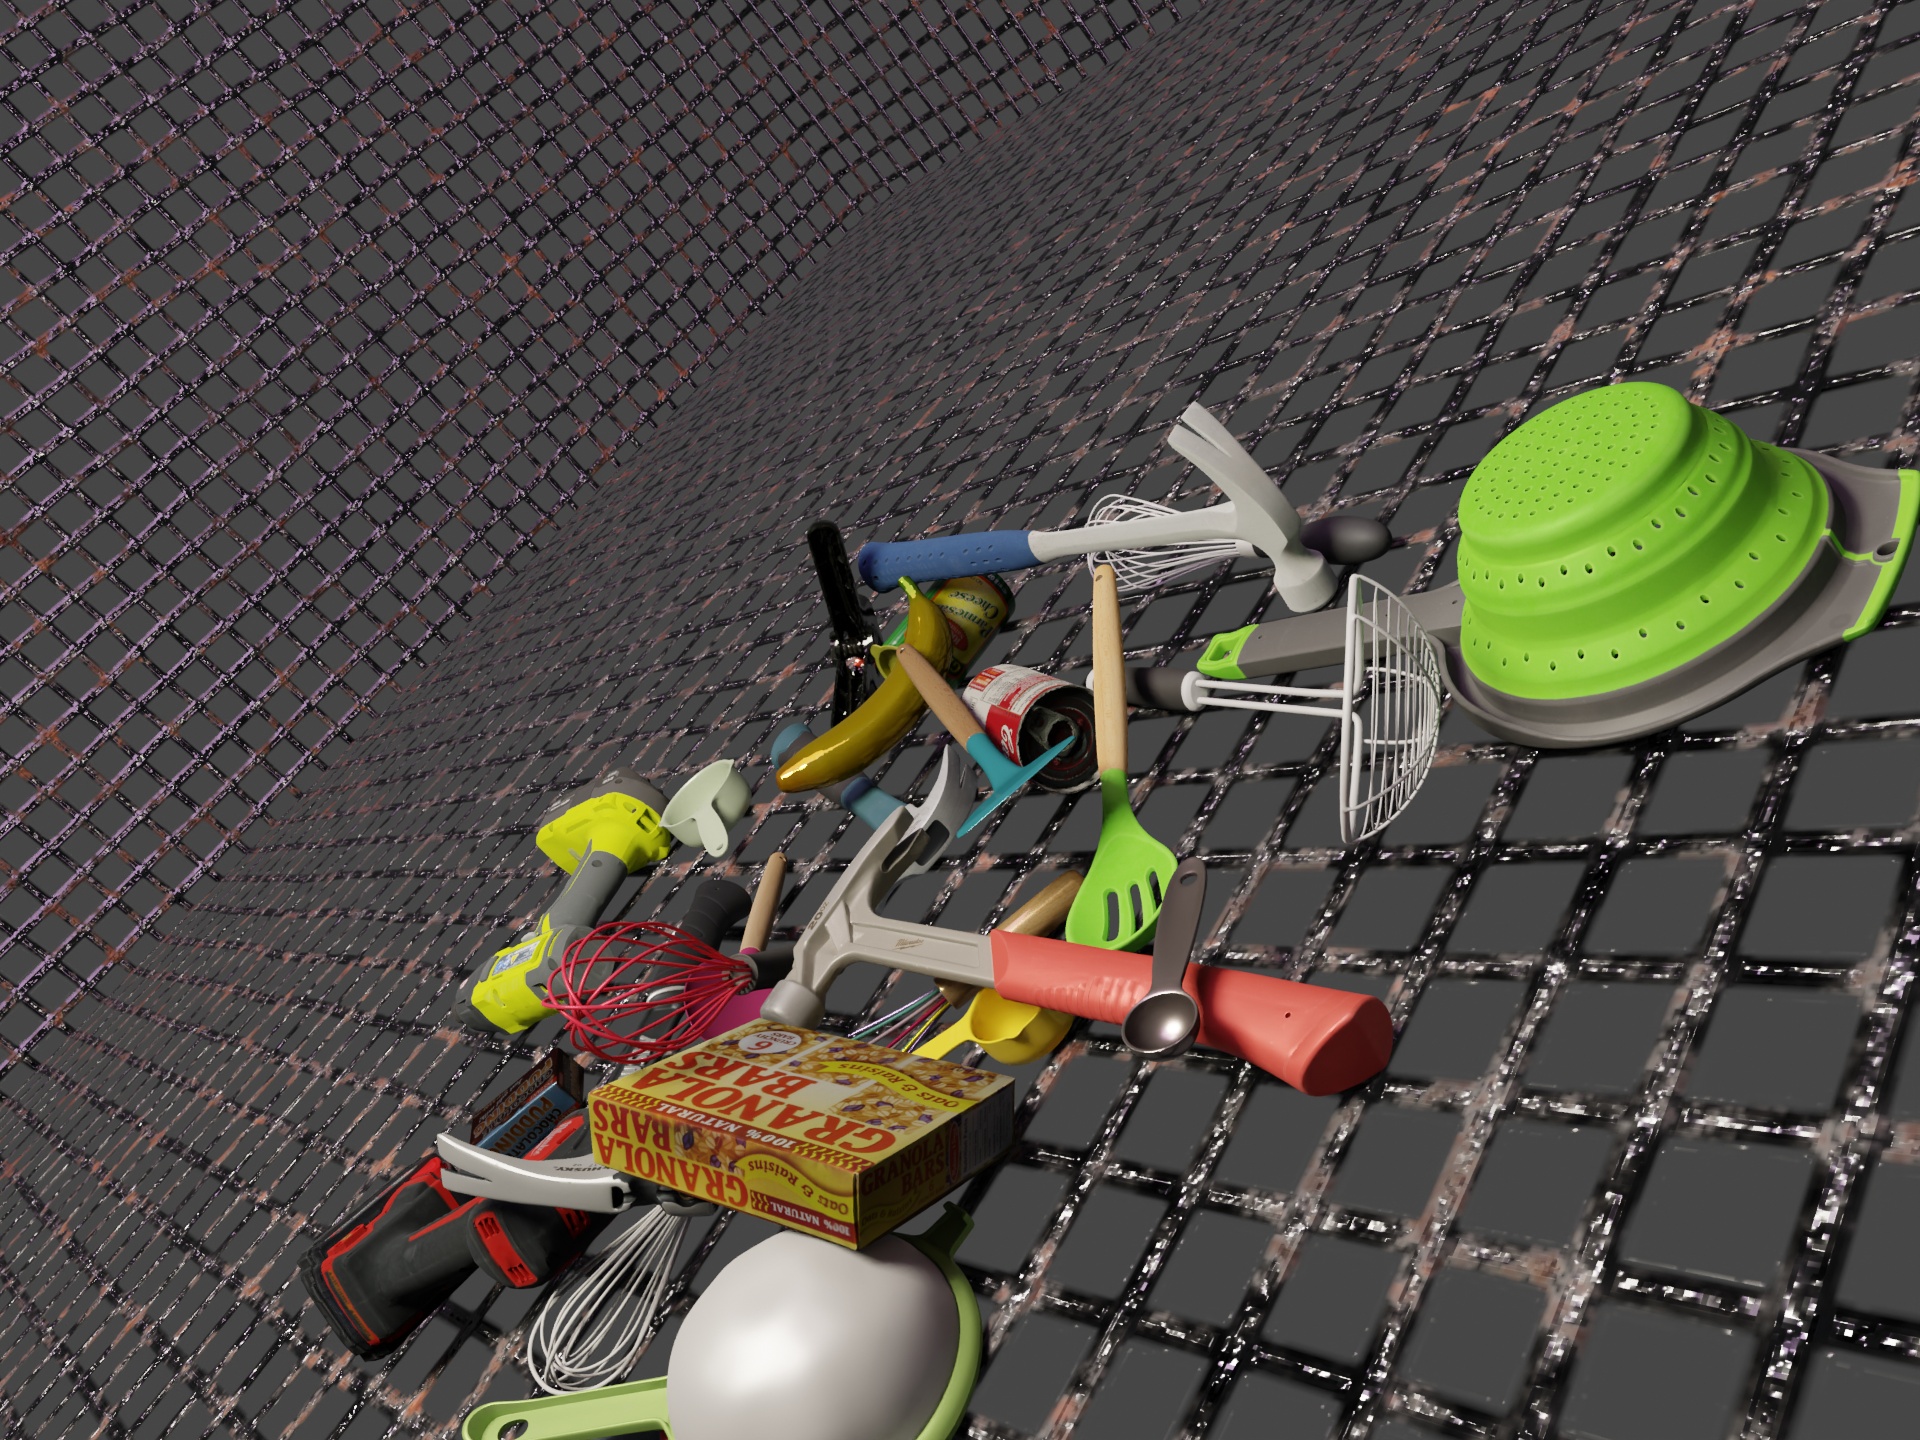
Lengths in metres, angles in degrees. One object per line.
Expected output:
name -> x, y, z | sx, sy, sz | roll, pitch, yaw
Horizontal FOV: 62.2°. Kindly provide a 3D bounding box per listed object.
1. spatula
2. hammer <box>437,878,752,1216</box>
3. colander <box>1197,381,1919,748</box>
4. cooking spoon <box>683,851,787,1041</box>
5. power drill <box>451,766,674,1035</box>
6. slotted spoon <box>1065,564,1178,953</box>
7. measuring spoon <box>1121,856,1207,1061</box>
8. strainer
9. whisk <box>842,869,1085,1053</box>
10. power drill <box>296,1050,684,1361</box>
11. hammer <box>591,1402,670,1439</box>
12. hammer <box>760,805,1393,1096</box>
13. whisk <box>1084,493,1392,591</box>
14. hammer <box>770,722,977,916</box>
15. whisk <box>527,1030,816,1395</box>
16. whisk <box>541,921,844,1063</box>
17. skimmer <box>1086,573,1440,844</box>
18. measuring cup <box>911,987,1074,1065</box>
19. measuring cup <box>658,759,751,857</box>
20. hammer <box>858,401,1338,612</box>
spatula -> -0.002, -0.003, 0.981 | 0.082, 0.044, 0.318 | -41, 26, 1
hammer -> -0.188, 0.182, 0.980 | 0.149, 0.036, 0.409 | 0, 15, 2
colander -> 0.253, -0.082, 0.808 | 0.397, 0.094, 0.204 | -9, 39, 51
cooking spoon -> -0.133, 0.144, 1.032 | 0.017, 0.068, 0.319 | -58, 8, 12
power drill -> -0.331, 0.155, 1.324 | 0.171, 0.080, 0.223 | -24, 31, 34
slotted spoon -> 0.089, 0.013, 0.914 | 0.070, 0.031, 0.314 | -29, 37, 27
measuring spoon -> 0.097, 0.105, 0.700 | 0.034, 0.018, 0.124 | -15, 30, 26
strainer -> -0.119, 0.280, 0.697 | 0.256, 0.069, 0.152 | -16, 30, 16
whisk -> -0.028, 0.163, 0.879 | 0.245, 0.051, 0.047 | -39, 17, -3
power drill -> -0.265, 0.283, 0.956 | 0.226, 0.080, 0.188 | -29, 6, 30
hammer -> -0.272, 0.420, 0.802 | 0.386, 0.038, 0.143 | -29, 27, 27
hammer -> 0.050, 0.117, 0.778 | 0.359, 0.036, 0.149 | 2, 48, 47
whisk -> 0.173, -0.120, 1.058 | 0.070, 0.070, 0.285 | -50, 29, -20
hammer -> -0.082, 0.051, 1.172 | 0.128, 0.033, 0.331 | -45, 23, -8
whisk -> -0.152, 0.264, 0.889 | 0.059, 0.057, 0.246 | 18, 50, 24
whisk -> -0.132, 0.142, 0.880 | 0.073, 0.073, 0.295 | -35, -15, 15
skimmer -> 0.137, -0.014, 0.872 | 0.090, 0.127, 0.363 | -1, 4, -23
measuring cup -> -0.004, 0.180, 0.831 | 0.156, 0.029, 0.062 | -38, 23, 15
measuring cup -> -0.196, 0.086, 1.285 | 0.083, 0.038, 0.168 | -42, 25, -1
hammer -> 0.059, -0.124, 1.082 | 0.406, 0.144, 0.035 | 0, 47, 51
